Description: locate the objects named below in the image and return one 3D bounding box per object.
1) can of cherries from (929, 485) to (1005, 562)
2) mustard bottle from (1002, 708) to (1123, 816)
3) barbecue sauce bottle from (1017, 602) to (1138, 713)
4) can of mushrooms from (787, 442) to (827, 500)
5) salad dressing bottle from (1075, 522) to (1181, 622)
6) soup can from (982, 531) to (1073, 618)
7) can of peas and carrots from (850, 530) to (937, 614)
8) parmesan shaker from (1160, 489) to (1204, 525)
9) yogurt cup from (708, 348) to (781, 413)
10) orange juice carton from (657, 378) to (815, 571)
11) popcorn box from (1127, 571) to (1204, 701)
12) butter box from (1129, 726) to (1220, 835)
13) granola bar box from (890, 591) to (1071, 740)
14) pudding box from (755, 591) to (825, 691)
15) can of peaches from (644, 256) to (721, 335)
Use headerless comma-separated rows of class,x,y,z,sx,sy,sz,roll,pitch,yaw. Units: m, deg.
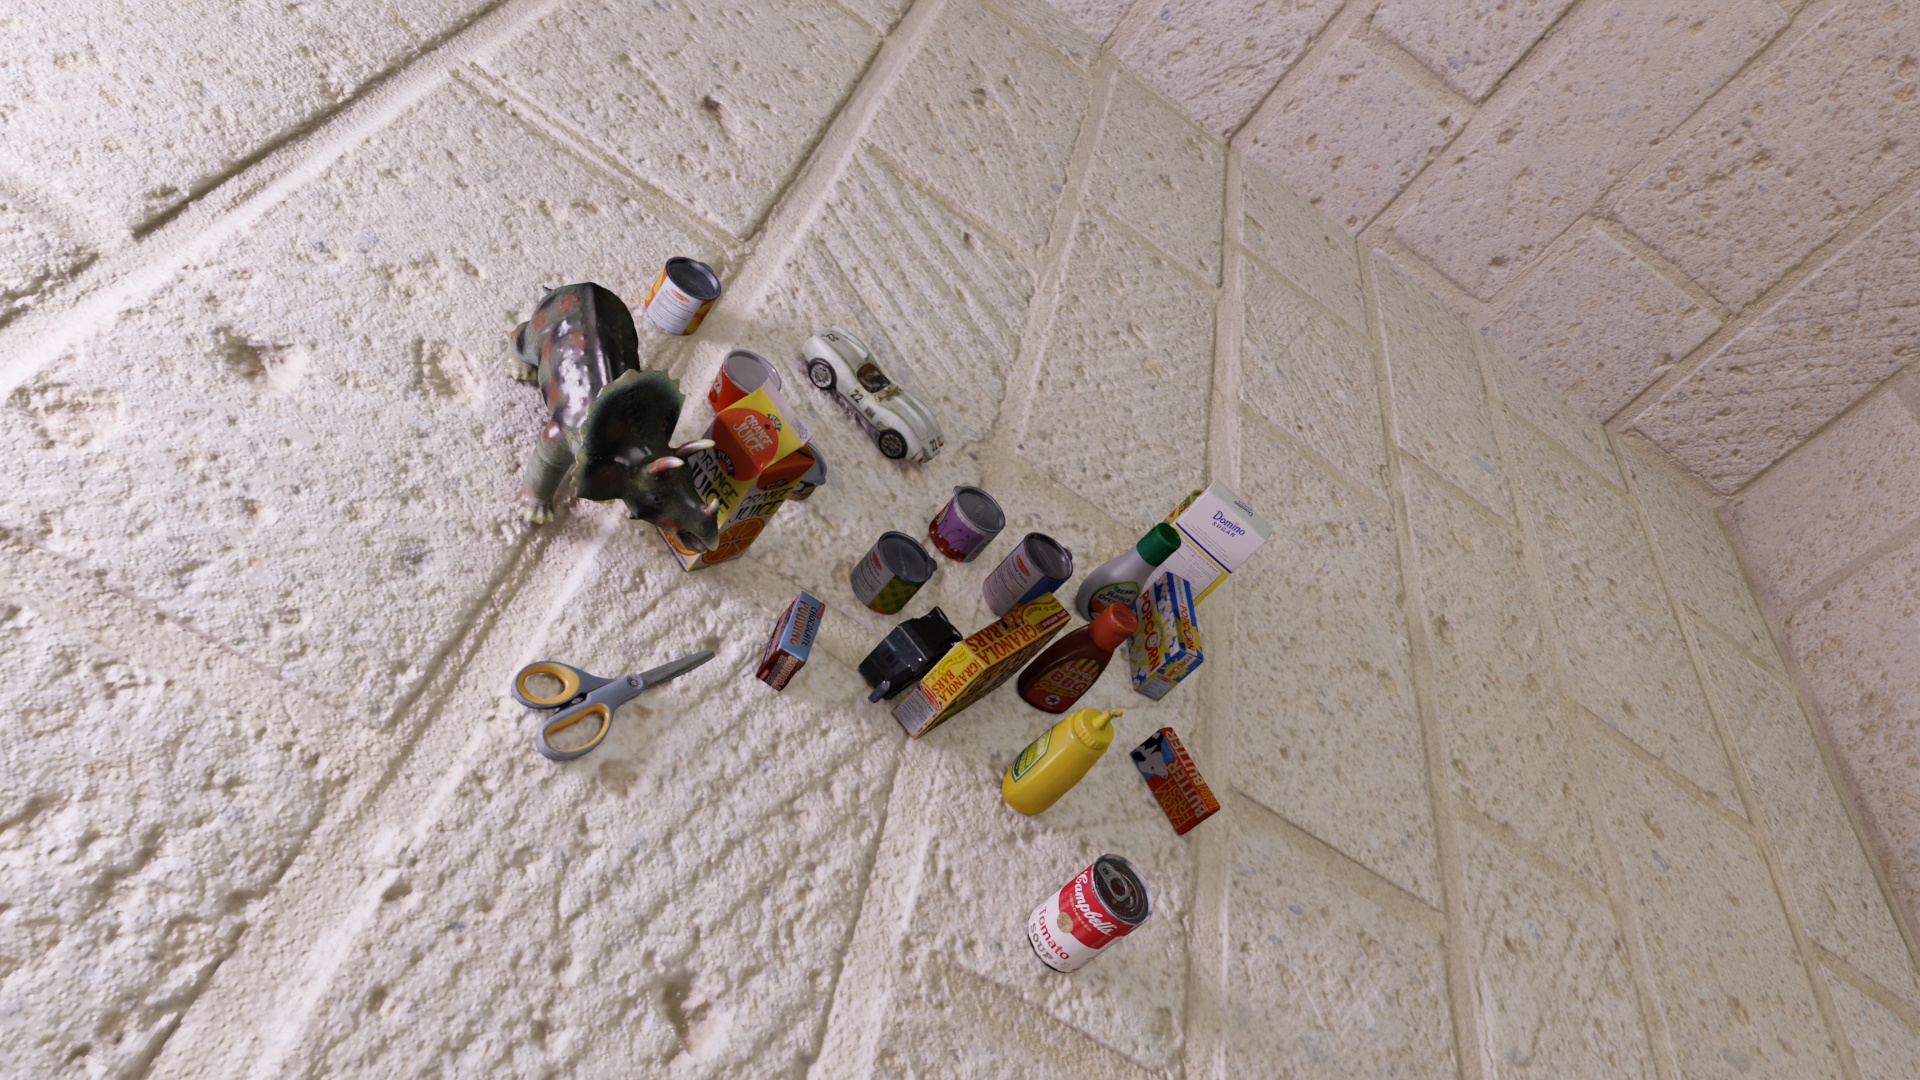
can of cherries,0.006,-0.019,1.550,0.071,0.058,0.072,26,38,-22
mustard bottle,0.101,0.200,1.319,0.049,0.159,0.066,35,35,-11
barbecue sauce bottle,0.124,0.120,1.436,0.065,0.148,0.044,26,38,-22
can of mushrooms,-0.175,-0.075,1.459,0.071,0.033,0.071,26,38,-22
salad dressing bottle,0.193,0.037,1.591,0.064,0.147,0.044,21,40,-27
soup can,0.075,0.042,1.530,0.071,0.083,0.072,26,38,-22
can of peas and carrots,-0.069,0.034,1.423,0.071,0.058,0.071,26,38,-22
parmesan shaker,0.284,-0.006,1.764,0.071,0.102,0.072,26,38,-22
yogurt cup,-0.232,-0.162,1.480,0.072,0.053,0.073,26,38,-22
orange juice carton,-0.203,-0.061,1.279,0.073,0.191,0.072,-17,65,-51
popcorn box,0.234,0.109,1.607,0.038,0.085,0.127,25,38,-23
butter box,0.228,0.255,1.474,0.024,0.053,0.104,-4,55,-46
granola bar box,0.023,0.121,1.360,0.039,0.123,0.166,50,36,11
pudding box,-0.156,0.093,1.285,0.030,0.049,0.084,33,36,-13
can of peaches,-0.303,-0.268,1.521,0.071,0.057,0.071,26,38,-22
